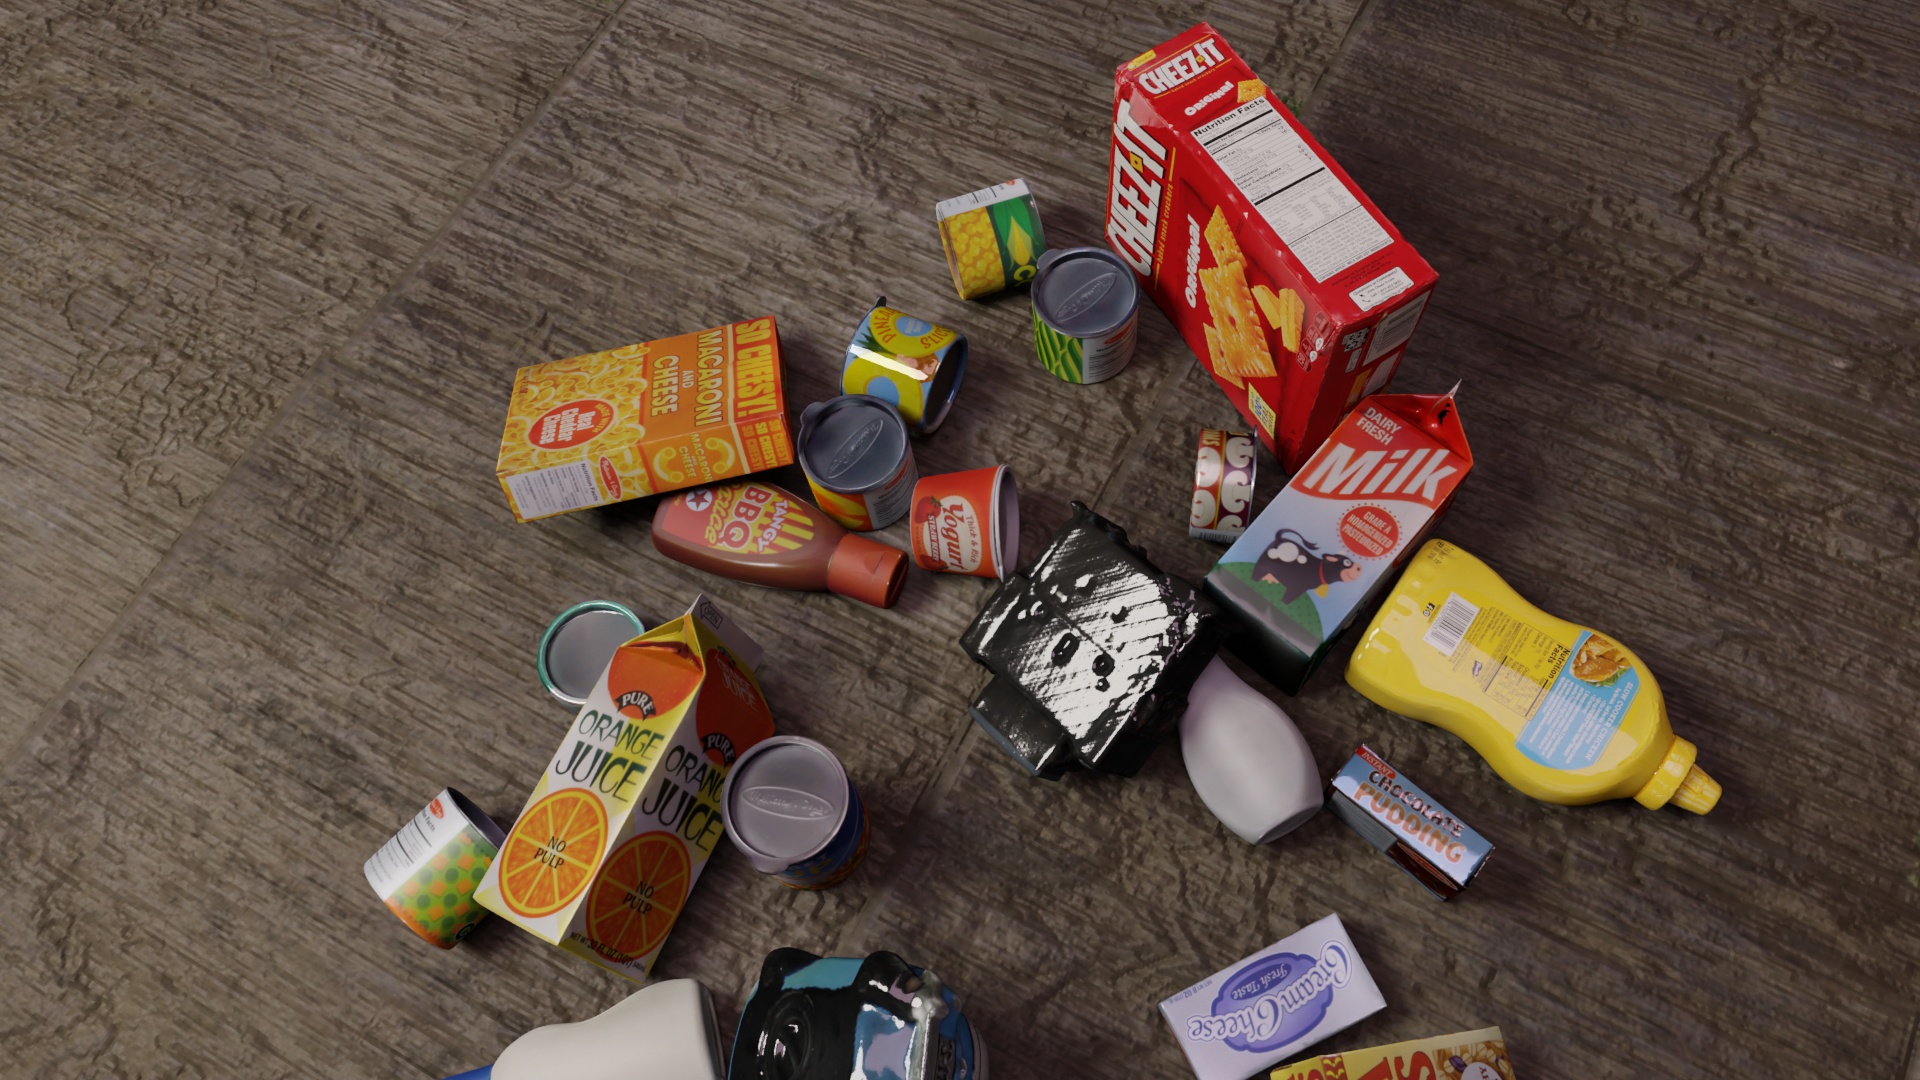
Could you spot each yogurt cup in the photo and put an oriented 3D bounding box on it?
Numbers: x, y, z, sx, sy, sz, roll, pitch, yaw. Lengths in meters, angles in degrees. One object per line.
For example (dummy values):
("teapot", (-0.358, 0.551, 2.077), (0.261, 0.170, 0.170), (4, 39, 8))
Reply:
("yogurt cup", (0.003, -0.010, 0.814), (0.054, 0.072, 0.072), (-1, 66, 13))

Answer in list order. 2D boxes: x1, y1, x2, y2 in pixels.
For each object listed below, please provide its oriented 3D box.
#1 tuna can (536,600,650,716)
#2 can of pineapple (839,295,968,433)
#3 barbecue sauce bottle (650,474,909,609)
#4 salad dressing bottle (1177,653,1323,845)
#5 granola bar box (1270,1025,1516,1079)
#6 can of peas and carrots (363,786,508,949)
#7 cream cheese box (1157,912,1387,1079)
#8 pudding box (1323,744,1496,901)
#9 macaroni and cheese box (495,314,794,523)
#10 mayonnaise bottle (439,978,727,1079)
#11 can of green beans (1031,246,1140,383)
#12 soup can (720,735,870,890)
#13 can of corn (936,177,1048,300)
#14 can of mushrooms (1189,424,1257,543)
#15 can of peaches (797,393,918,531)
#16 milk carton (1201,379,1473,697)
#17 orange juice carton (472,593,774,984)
("tuna can", (-0.210, 0.068, 0.810), (0.071, 0.032, 0.071), (-2, 66, 4))
("can of pineapple", (-0.034, -0.107, 0.856), (0.058, 0.070, 0.071), (22, 69, 13))
("barbecue sauce bottle", (-0.105, 0.001, 0.827), (0.148, 0.043, 0.065), (19, 64, 12))
("salad dressing bottle", (0.140, 0.093, 0.765), (0.064, 0.044, 0.148), (-37, 63, 13))
("granola bar box", (0.218, 0.315, 0.629), (0.124, 0.039, 0.166), (5, 61, -31))
("can of peas and carrots", (-0.274, 0.178, 0.749), (0.071, 0.070, 0.059), (41, 75, 19))
("cream cheese box", (0.159, 0.237, 0.709), (0.104, 0.024, 0.053), (-25, 68, -7))
("pudding box", (0.233, 0.149, 0.730), (0.084, 0.049, 0.030), (39, 76, 20))
("macaroni and cheese box", (-0.188, -0.076, 0.845), (0.166, 0.040, 0.124), (-12, 38, -2))
("mayonnaise bottle", (-0.198, 0.275, 0.712), (0.148, 0.041, 0.065), (-16, 62, -2))
("can of green beans", (0.078, -0.140, 0.869), (0.071, 0.057, 0.071), (-2, 66, 4))
("soup can", (-0.086, 0.149, 0.736), (0.071, 0.083, 0.071), (-2, 66, 4))
("can of corn", (0.021, -0.191, 0.893), (0.058, 0.071, 0.071), (-17, 66, -2))
("can of mushrooms", (0.153, -0.034, 0.809), (0.033, 0.070, 0.071), (6, 67, 9))
("can of peaches", (-0.062, -0.047, 0.838), (0.071, 0.058, 0.071), (-2, 66, 4))
("milk carton", (0.223, -0.011, 0.791), (0.073, 0.072, 0.191), (39, 74, 19))
("orange juice carton", (-0.167, 0.127, 0.747), (0.073, 0.071, 0.193), (11, 65, 36))
